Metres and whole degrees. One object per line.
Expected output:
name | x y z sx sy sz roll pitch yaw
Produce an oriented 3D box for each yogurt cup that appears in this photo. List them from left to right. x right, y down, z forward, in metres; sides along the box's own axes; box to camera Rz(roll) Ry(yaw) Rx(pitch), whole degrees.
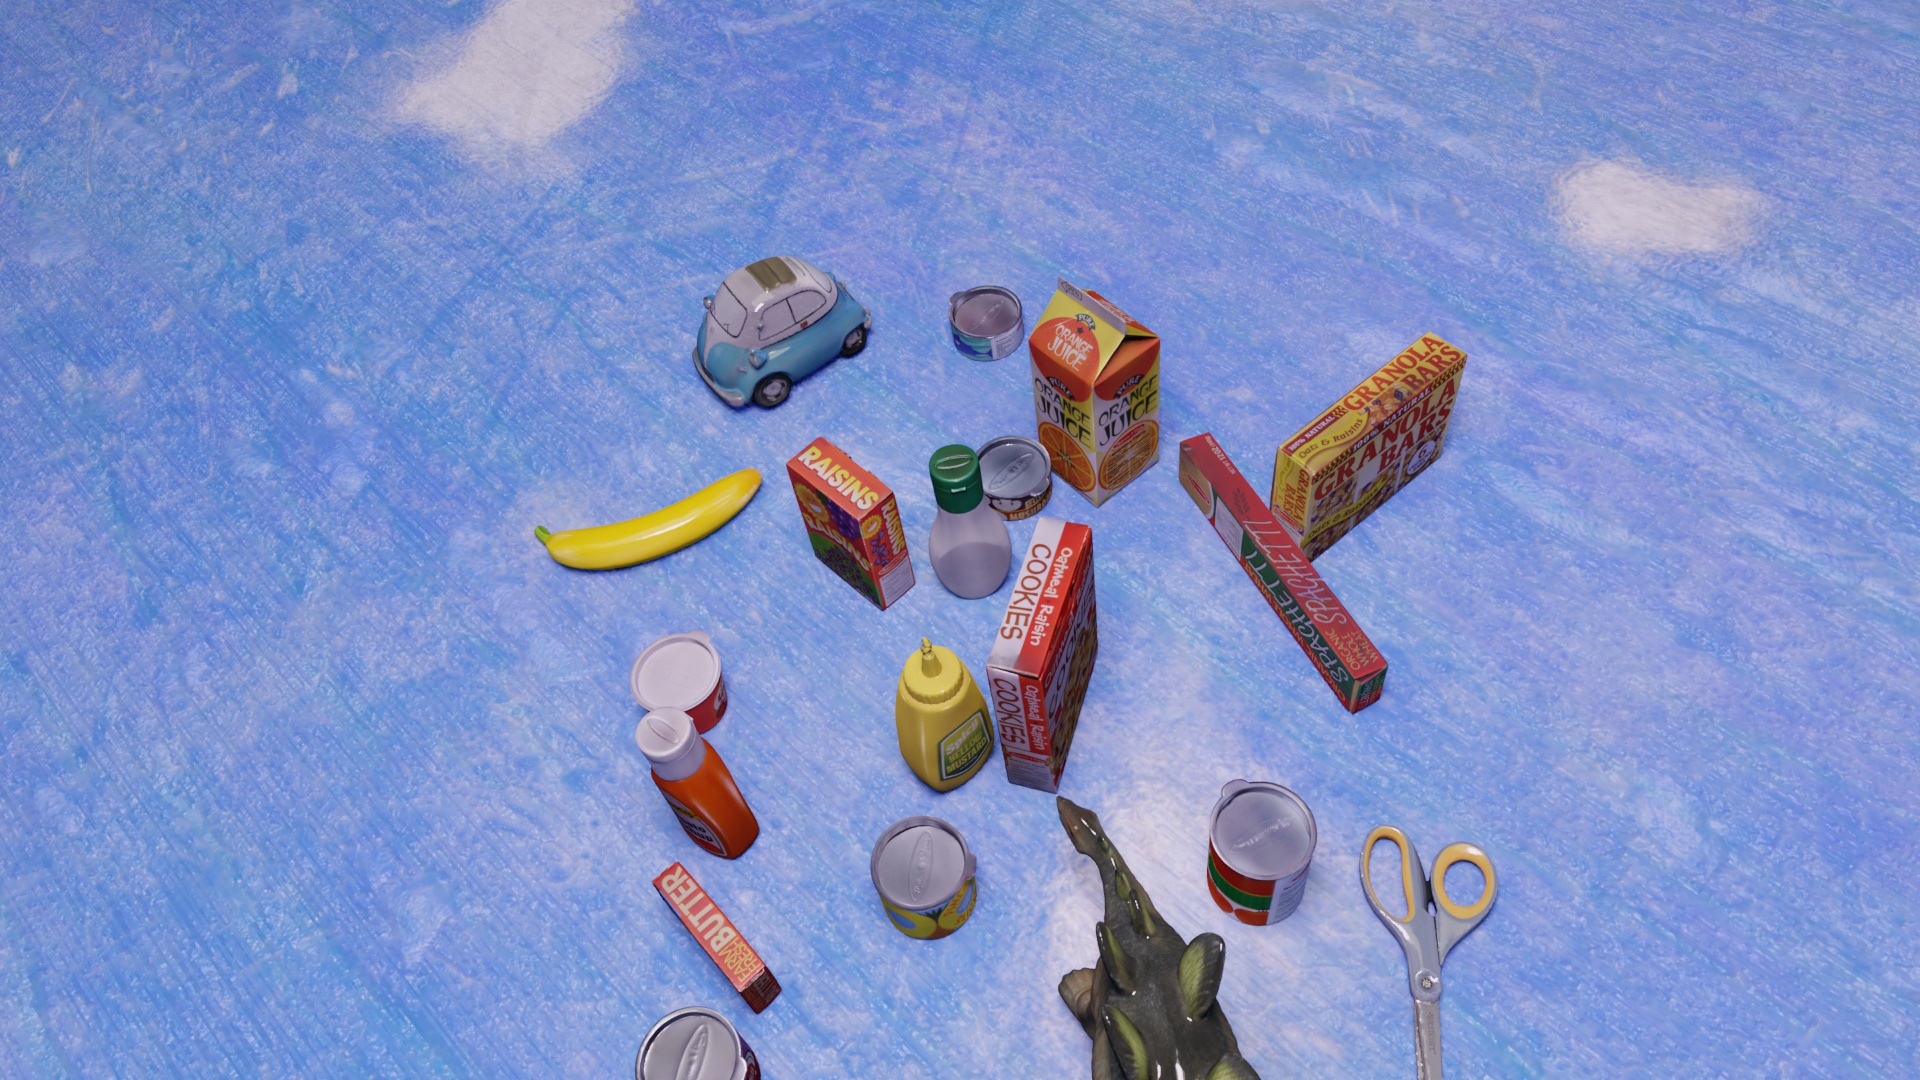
yogurt cup | -0.208 0.111 1.042 0.072 0.053 0.073 -4 54 5

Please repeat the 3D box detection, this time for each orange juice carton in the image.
orange juice carton | 0.106 -0.121 1.084 0.073 0.191 0.072 -37 58 -18

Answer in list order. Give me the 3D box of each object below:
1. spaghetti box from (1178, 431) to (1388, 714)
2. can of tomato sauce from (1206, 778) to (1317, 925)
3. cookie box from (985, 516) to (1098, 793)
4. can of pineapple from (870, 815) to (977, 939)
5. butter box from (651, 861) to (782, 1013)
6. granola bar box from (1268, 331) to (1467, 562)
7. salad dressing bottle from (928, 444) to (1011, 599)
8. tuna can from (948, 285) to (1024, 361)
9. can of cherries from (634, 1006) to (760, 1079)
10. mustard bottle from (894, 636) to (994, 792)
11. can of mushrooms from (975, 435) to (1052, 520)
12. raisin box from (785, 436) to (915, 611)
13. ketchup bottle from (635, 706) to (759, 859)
spaghetti box | 0.239 0.020 1.052 0.029 0.050 0.251 -24 55 -9
can of tomato sauce | 0.193 0.204 0.904 0.071 0.082 0.071 -4 54 5
cookie box | 0.061 0.082 0.958 0.040 0.166 0.123 11 56 15
can of pineapple | -0.022 0.227 0.931 0.071 0.057 0.071 -4 54 5
butter box | -0.162 0.264 0.925 0.024 0.053 0.104 -39 58 -19
granola bar box | 0.307 -0.068 1.061 0.166 0.123 0.039 -36 58 -18
salad dressing bottle | 0.004 -0.013 1.047 0.064 0.147 0.044 -11 54 0
tuna can | 0.022 -0.196 1.249 0.071 0.032 0.071 -4 54 5
can of cherries | -0.161 0.335 0.870 0.071 0.058 0.072 -4 54 5
mustard bottle | -0.014 0.114 0.949 0.065 0.159 0.049 -38 58 -19
can of mushrooms | 0.044 -0.050 1.139 0.071 0.033 0.071 -4 54 5
raisin box | -0.083 -0.012 1.073 0.040 0.122 0.086 -41 59 -20
ketchup bottle | -0.181 0.163 0.942 0.065 0.148 0.044 29 63 25
